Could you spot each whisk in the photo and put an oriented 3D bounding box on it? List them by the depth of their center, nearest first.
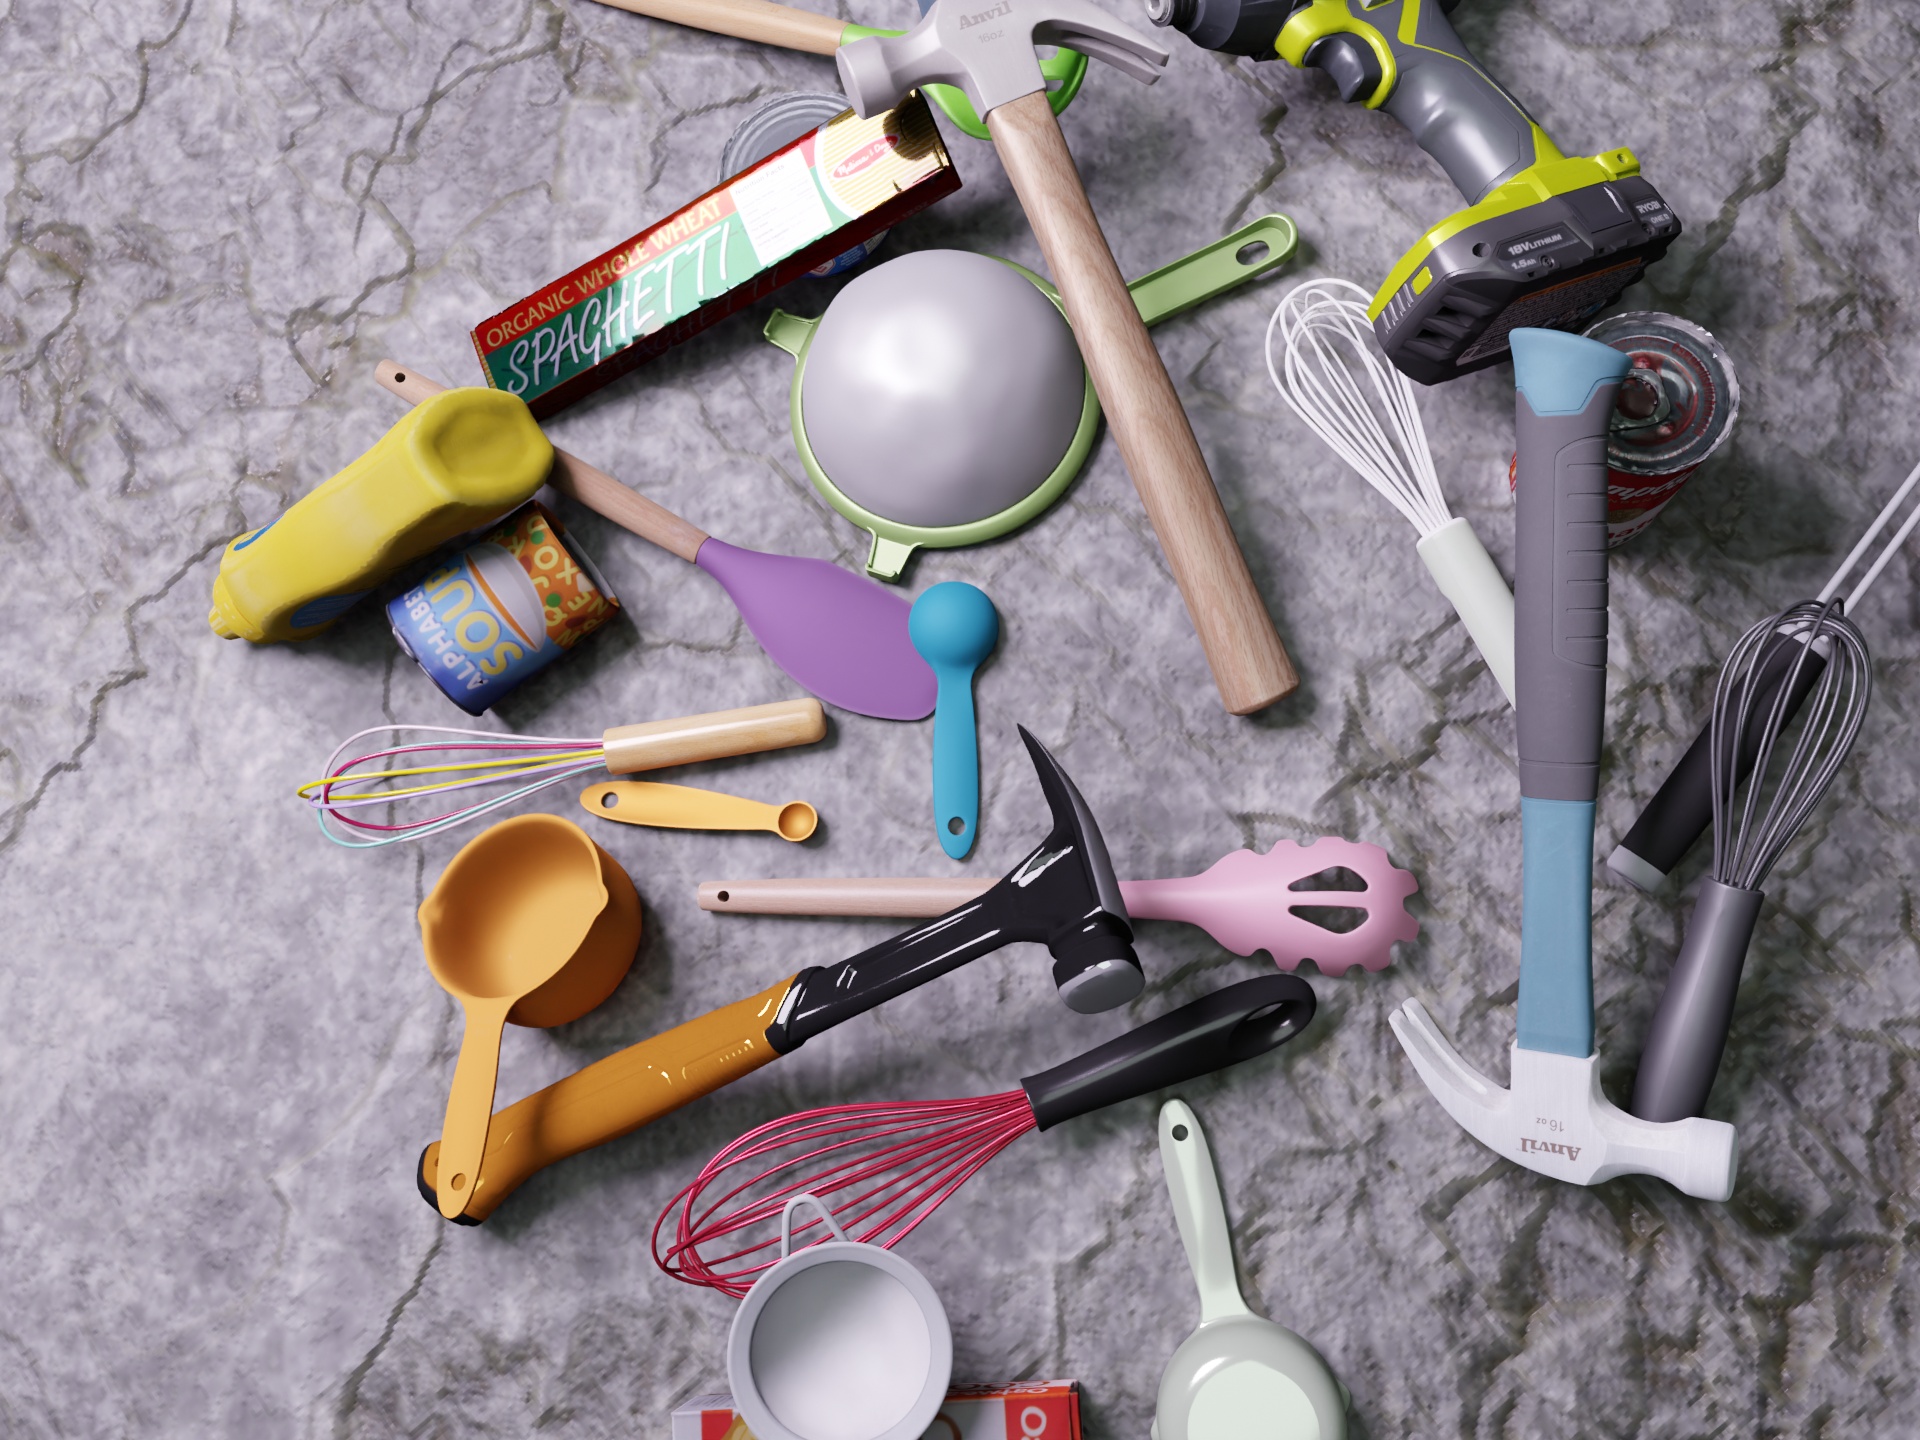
[{"bbox_3d":[0.304,0.067,0.625,0.055,0.055,0.239,15,98,11],"label":"whisk"},{"bbox_3d":[0.011,0.168,0.664,0.296,0.073,0.073,-21,76,-3],"label":"whisk"},{"bbox_3d":[0.207,-0.089,0.701,0.059,0.057,0.246,-35,76,35],"label":"whisk"},{"bbox_3d":[-0.183,0.019,0.729,0.245,0.047,0.051,-9,51,2],"label":"whisk"}]

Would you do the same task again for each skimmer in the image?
[{"bbox_3d":[0.389,-0.080,0.678,0.127,0.090,0.363,36,95,10],"label":"skimmer"}]

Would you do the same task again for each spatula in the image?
[{"bbox_3d":[-0.144,-0.090,0.749,0.316,0.018,0.060,30,82,6],"label":"spatula"}]

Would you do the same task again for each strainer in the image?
[{"bbox_3d":[-0.028,0.309,0.605,0.087,0.050,0.258,-15,78,-4],"label":"strainer"},{"bbox_3d":[0.036,-0.181,0.728,0.256,0.069,0.151,-24,76,4],"label":"strainer"}]

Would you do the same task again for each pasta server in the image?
[{"bbox_3d":[0.038,0.079,0.697,0.316,0.040,0.060,-1,78,12],"label":"pasta server"}]

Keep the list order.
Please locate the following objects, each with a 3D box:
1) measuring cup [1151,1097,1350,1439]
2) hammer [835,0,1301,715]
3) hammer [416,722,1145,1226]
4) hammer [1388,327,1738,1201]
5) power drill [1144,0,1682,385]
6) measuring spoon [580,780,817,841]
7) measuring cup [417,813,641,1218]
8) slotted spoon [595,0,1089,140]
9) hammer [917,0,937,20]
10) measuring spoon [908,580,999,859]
[{"bbox_3d":[0.106,0.238,0.643,0.083,0.038,0.168,-14,78,5],"label":"measuring cup"},{"bbox_3d":[0.071,-0.160,0.690,0.130,0.031,0.331,-24,94,-5],"label":"hammer"},{"bbox_3d":[-0.089,0.124,0.668,0.337,0.034,0.127,-28,47,14],"label":"hammer"},{"bbox_3d":[0.233,0.016,0.616,0.128,0.033,0.331,2,98,31],"label":"hammer"},{"bbox_3d":[0.193,-0.266,0.699,0.171,0.080,0.223,-22,74,-24],"label":"power drill"},{"bbox_3d":[-0.121,0.042,0.735,0.117,0.011,0.021,5,68,13],"label":"measuring spoon"},{"bbox_3d":[-0.188,0.128,0.682,0.095,0.052,0.174,-6,61,18],"label":"measuring cup"},{"bbox_3d":[-0.075,-0.339,0.777,0.314,0.031,0.070,22,94,23],"label":"slotted spoon"},{"bbox_3d":[-0.033,-0.481,0.820,0.143,0.038,0.386,-22,76,1],"label":"hammer"},{"bbox_3d":[-0.001,-0.002,0.717,0.042,0.021,0.129,1,80,-8],"label":"measuring spoon"}]
